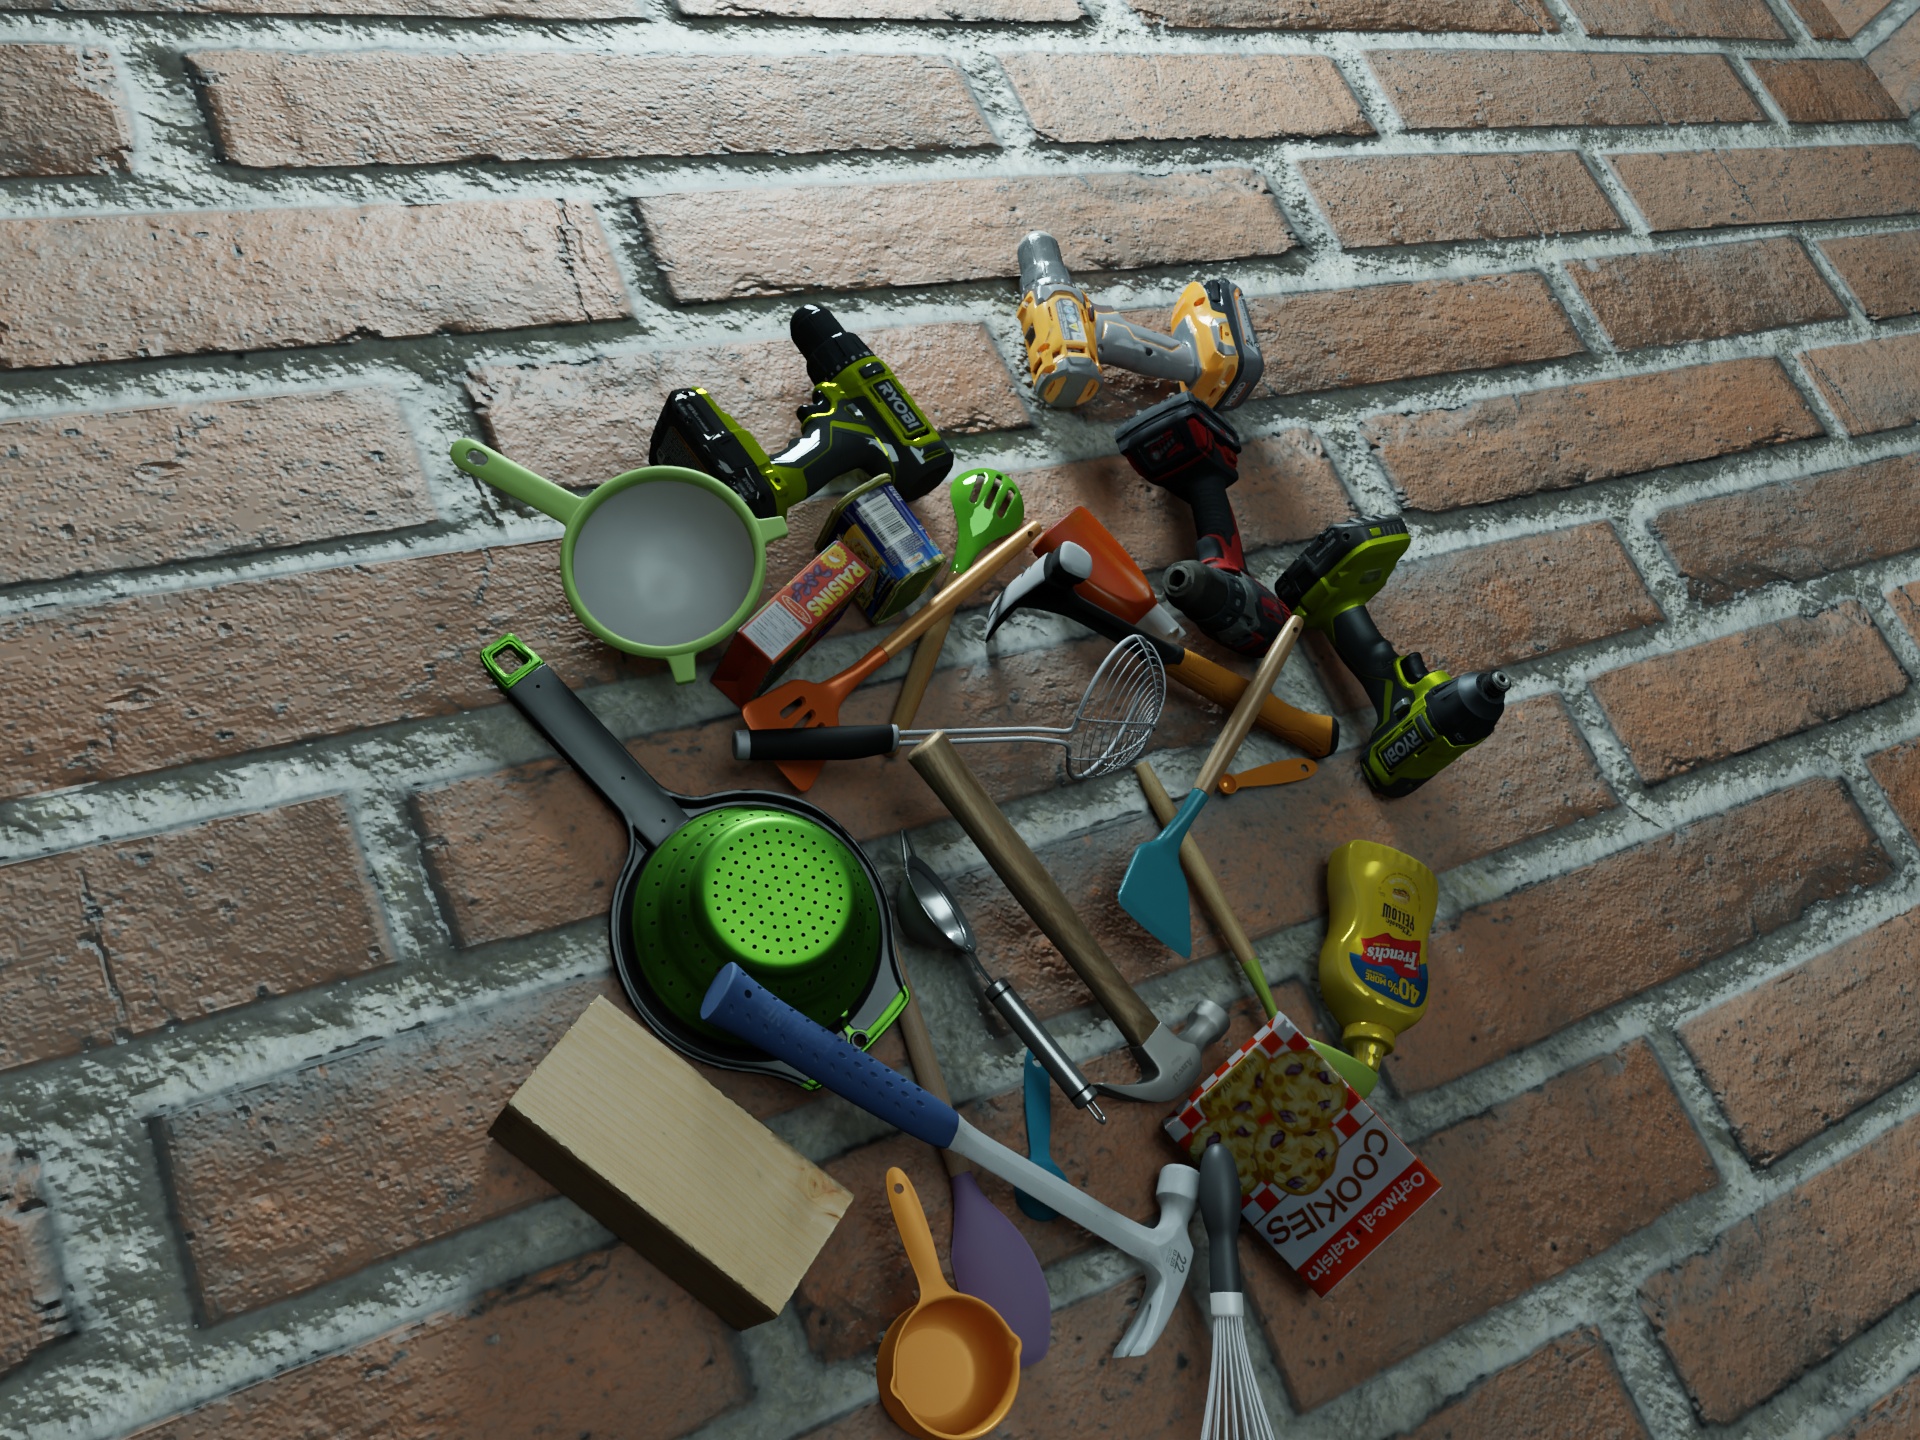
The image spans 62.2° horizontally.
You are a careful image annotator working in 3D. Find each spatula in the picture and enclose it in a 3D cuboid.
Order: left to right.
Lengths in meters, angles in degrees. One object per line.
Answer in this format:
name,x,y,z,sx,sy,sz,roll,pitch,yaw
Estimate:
spatula,-0.041,-0.068,1.264,0.322,0.041,0.081,-41,102,-25
spatula,-0.006,0.294,1.121,0.059,0.018,0.316,-16,71,-13
spatula,0.214,0.039,1.287,0.082,0.044,0.317,40,68,-20

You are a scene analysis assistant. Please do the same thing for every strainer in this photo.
strainer,-0.268,-0.136,1.203,0.256,0.069,0.151,29,73,3
strainer,0.020,0.191,1.158,0.050,0.086,0.258,-43,75,9

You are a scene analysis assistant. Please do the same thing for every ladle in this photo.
ladle,0.230,0.165,1.279,0.062,0.078,0.320,-25,69,-5

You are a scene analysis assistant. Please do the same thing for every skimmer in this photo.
skimmer,-0.002,-0.004,1.236,0.363,0.127,0.090,-2,35,-19

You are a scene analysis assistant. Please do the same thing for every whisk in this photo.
whisk,0.185,0.438,1.097,0.070,0.070,0.285,9,65,-21

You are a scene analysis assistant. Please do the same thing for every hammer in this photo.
hammer,0.001,0.286,1.067,0.405,0.035,0.144,35,50,-19
hammer,0.070,0.148,1.186,0.130,0.031,0.331,-43,99,-34
hammer,0.185,-0.042,1.354,0.336,0.127,0.034,26,54,-22

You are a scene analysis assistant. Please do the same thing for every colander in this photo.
colander,-0.190,0.073,1.100,0.397,0.094,0.204,46,60,6

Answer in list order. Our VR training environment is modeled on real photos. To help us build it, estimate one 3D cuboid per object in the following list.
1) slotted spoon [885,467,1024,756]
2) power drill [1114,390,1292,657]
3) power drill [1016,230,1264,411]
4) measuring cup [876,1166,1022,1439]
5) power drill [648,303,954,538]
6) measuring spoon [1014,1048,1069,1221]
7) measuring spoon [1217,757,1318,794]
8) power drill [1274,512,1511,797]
slotted spoon,-0.009,-0.099,1.325,0.070,0.031,0.314,25,58,-8
power drill,0.208,-0.170,1.392,0.187,0.080,0.227,18,52,-54
power drill,0.161,-0.384,1.525,0.226,0.084,0.185,-1,63,-20
measuring cup,-0.025,0.384,1.046,0.095,0.052,0.174,-9,66,-28
power drill,-0.138,-0.244,1.312,0.228,0.080,0.190,-30,80,-36
measuring spoon,0.060,0.294,1.149,0.042,0.021,0.129,9,63,-21
measuring spoon,0.267,0.049,1.385,0.117,0.011,0.021,-9,68,-32
power drill,0.383,-0.064,1.402,0.080,0.171,0.223,-13,67,-30
